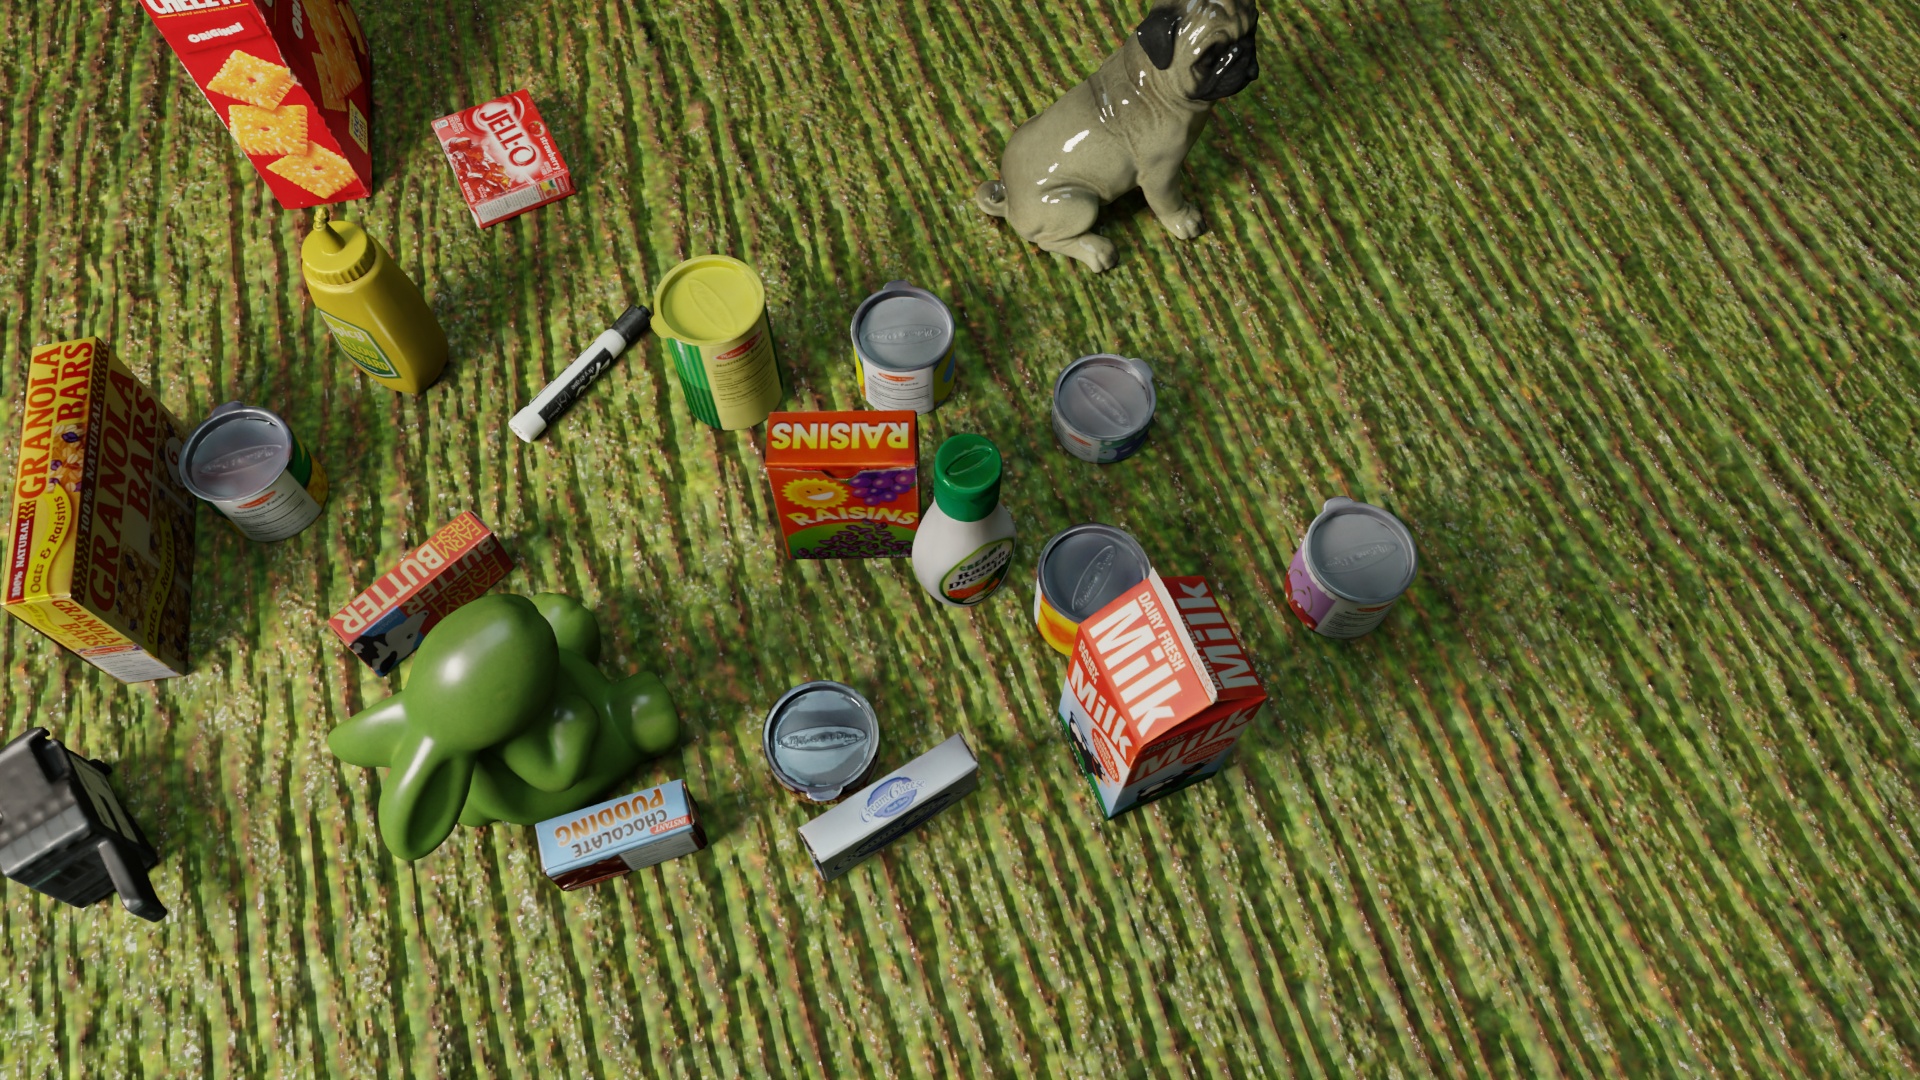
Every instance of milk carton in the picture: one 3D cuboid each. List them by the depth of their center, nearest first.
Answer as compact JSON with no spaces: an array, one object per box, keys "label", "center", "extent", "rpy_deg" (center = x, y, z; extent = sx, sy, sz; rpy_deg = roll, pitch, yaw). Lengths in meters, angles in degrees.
[{"label":"milk carton","center":[0.104,0.081,0.731],"extent":[0.073,0.189,0.072],"rpy_deg":[-21,66,-10]}]

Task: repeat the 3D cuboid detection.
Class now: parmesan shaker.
[{"label":"parmesan shaker","center":[-0.153,-0.121,0.876],"extent":[0.071,0.102,0.071],"rpy_deg":[0,64,0]}]

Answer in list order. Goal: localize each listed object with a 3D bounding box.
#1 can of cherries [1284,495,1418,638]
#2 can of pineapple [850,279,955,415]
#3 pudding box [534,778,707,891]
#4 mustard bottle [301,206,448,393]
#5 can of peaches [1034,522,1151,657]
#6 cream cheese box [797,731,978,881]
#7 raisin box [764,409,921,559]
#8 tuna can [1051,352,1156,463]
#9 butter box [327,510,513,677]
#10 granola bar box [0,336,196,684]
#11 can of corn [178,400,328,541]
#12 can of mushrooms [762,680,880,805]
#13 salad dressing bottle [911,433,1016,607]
[{"label":"can of cherries","center":[0.234,0.017,0.838],"extent":[0.071,0.058,0.072],"rpy_deg":[0,64,0]},{"label":"can of pineapple","center":[-0.036,-0.124,0.904],"extent":[0.071,0.057,0.071],"rpy_deg":[0,64,0]},{"label":"pudding box","center":[-0.186,0.163,0.765],"extent":[0.084,0.049,0.030],"rpy_deg":[-17,65,-9]},{"label":"mustard bottle","center":[-0.368,-0.151,0.857],"extent":[0.065,0.159,0.049],"rpy_deg":[24,66,10]},{"label":"can of peaches","center":[0.080,0.033,0.828],"extent":[0.071,0.057,0.071],"rpy_deg":[0,64,0]},{"label":"cream cheese box","center":[-0.038,0.149,0.772],"extent":[0.104,0.053,0.024],"rpy_deg":[-29,68,-14]},{"label":"raisin box","center":[-0.066,-0.030,0.821],"extent":[0.086,0.123,0.040],"rpy_deg":[0,64,-1]},{"label":"tuna can","center":[0.094,-0.087,0.901],"extent":[0.071,0.032,0.071],"rpy_deg":[0,64,-1]},{"label":"butter box","center":[-0.319,0.031,0.827],"extent":[0.024,0.053,0.104],"rpy_deg":[40,70,17]},{"label":"granola bar box","center":[-0.495,-0.015,0.808],"extent":[0.039,0.123,0.166],"rpy_deg":[-9,64,-5]},{"label":"can of corn","center":[-0.435,-0.042,0.858],"extent":[0.071,0.058,0.071],"rpy_deg":[0,64,0]},{"label":"can of mushrooms","center":[-0.079,0.119,0.797],"extent":[0.071,0.033,0.071],"rpy_deg":[0,64,-1]},{"label":"salad dressing bottle","center":[0.003,-0.010,0.799],"extent":[0.064,0.147,0.044],"rpy_deg":[-28,68,-13]}]
